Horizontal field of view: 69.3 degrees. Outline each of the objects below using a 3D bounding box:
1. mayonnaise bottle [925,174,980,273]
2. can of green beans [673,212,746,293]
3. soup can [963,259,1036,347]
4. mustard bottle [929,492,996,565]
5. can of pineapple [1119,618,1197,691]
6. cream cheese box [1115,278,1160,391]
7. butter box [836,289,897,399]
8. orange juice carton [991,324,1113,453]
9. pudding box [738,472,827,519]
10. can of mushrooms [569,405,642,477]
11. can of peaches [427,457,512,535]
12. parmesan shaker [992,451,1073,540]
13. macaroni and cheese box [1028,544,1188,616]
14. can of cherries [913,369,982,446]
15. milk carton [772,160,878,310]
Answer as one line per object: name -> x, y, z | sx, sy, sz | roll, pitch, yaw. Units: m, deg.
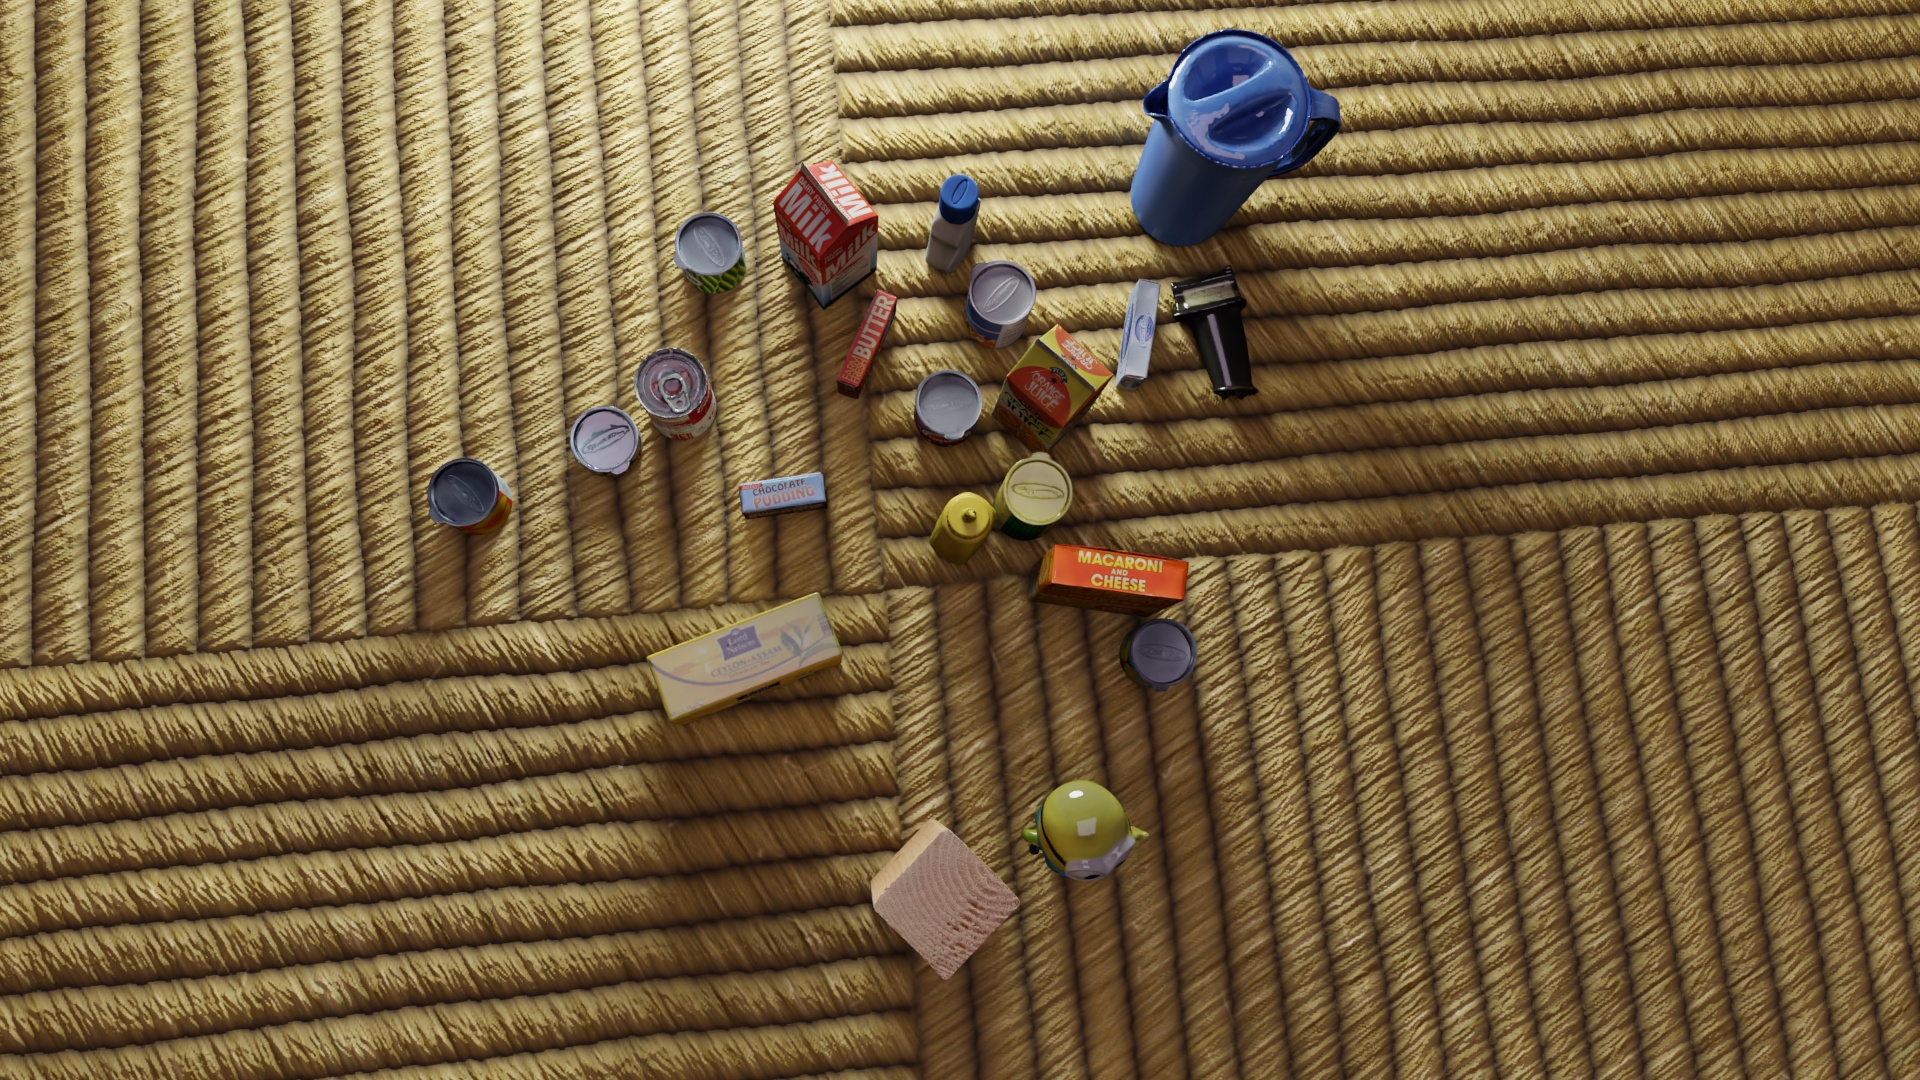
mayonnaise bottle -> -0.006, -0.315, 1.369 | 0.041, 0.148, 0.065 | 27, 80, 0
can of green beans -> -0.249, -0.287, 1.391 | 0.071, 0.057, 0.071 | 1, 81, -4
soup can -> 0.036, -0.238, 1.393 | 0.071, 0.083, 0.071 | 1, 81, -4
mustard bottle -> 0.005, -0.016, 1.316 | 0.049, 0.160, 0.065 | 35, 80, 1
can of pineapple -> 0.192, 0.113, 1.361 | 0.071, 0.057, 0.071 | 1, 81, -4
cream cheese box -> 0.180, -0.208, 1.415 | 0.024, 0.053, 0.104 | 10, 80, -3
butter box -> -0.093, -0.195, 1.391 | 0.024, 0.053, 0.103 | 23, 80, -1
orange juice carton -> 0.088, -0.143, 1.326 | 0.072, 0.192, 0.073 | 43, 81, 3
pudding box -> -0.173, -0.043, 1.362 | 0.084, 0.049, 0.030 | -8, 82, -6
can of mushrooms -> -0.347, -0.094, 1.365 | 0.071, 0.033, 0.071 | 1, 81, -4
can of peaches -> -0.472, -0.040, 1.334 | 0.071, 0.058, 0.071 | 1, 81, -4
parmesan shaker -> 0.070, -0.042, 1.354 | 0.071, 0.103, 0.071 | 1, 81, -4
macaroni and cheese box -> 0.136, 0.039, 1.314 | 0.124, 0.166, 0.040 | 7, 81, -3
can of cherries -> -0.014, -0.128, 1.384 | 0.071, 0.058, 0.071 | 1, 81, -4
milk carton -> -0.128, -0.298, 1.335 | 0.073, 0.190, 0.072 | -38, 86, -9
